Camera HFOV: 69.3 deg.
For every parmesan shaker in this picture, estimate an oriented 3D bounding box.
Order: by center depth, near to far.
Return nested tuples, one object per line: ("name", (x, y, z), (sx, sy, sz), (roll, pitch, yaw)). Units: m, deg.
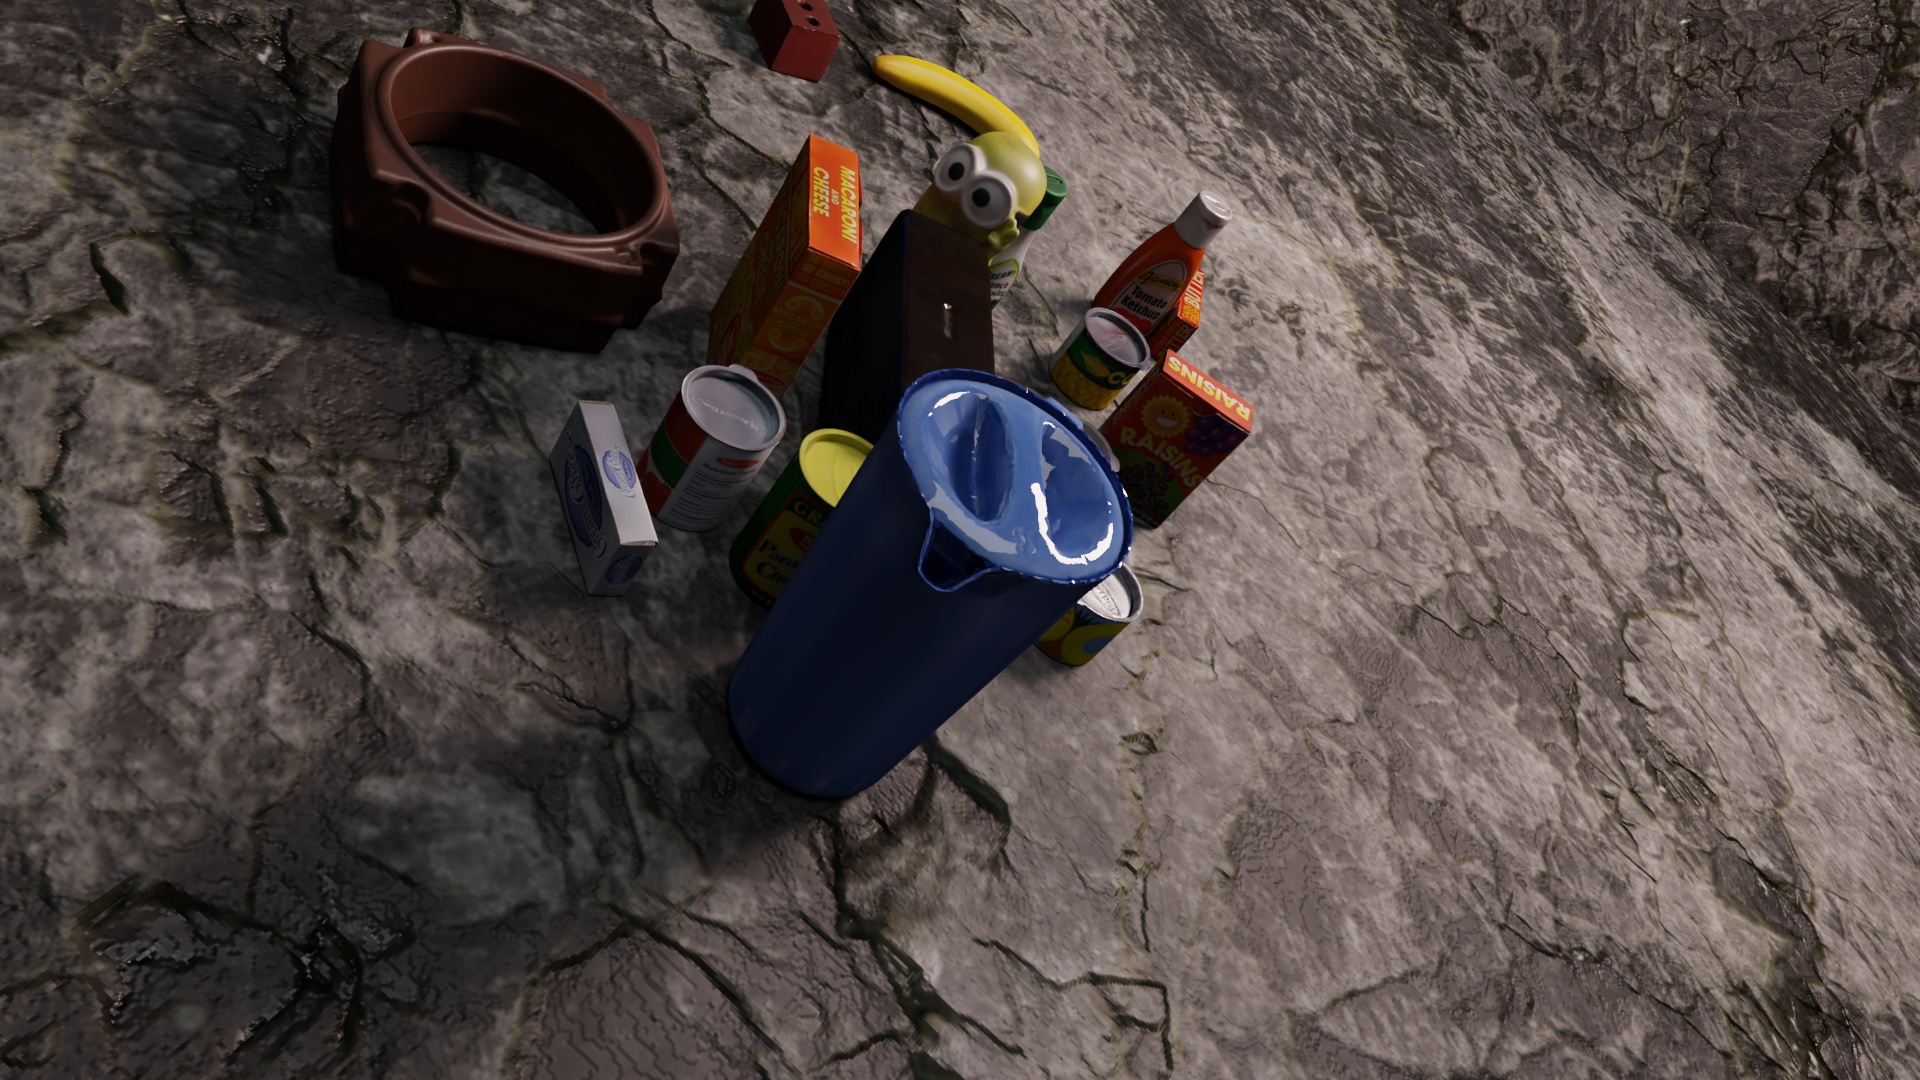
("parmesan shaker", (-0.087, -0.009, 0.840), (0.071, 0.102, 0.072), (22, 42, -21))

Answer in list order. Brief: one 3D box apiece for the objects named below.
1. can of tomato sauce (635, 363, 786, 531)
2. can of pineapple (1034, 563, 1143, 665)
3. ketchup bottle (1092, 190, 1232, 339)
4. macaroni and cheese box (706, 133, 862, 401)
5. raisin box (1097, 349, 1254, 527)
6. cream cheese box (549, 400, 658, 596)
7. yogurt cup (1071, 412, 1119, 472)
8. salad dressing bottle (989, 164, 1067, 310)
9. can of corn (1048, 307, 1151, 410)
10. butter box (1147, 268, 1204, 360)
("can of tomato sauce", (-0.154, -0.057, 0.848), (0.071, 0.082, 0.071), (22, 42, -21))
("can of pineapple", (0.082, 0.044, 0.960), (0.071, 0.057, 0.071), (22, 42, -21))
("ketchup bottle", (0.184, -0.248, 1.246), (0.065, 0.148, 0.044), (22, 42, -22))
("macaroni and cheese box", (-0.118, -0.163, 0.912), (0.040, 0.165, 0.124), (19, 44, -25))
("raisin box", (0.157, -0.078, 1.084), (0.086, 0.122, 0.040), (33, 39, -9))
("cream cheese box", (-0.206, -0.024, 0.799), (0.024, 0.053, 0.104), (1, 53, -38))
("yogurt cup", (0.074, -0.057, 1.053), (0.072, 0.053, 0.073), (22, 42, -21))
("salad dressing bottle", (0.030, -0.235, 1.113), (0.064, 0.147, 0.044), (-4, 56, -41))
("can of corn", (0.118, -0.151, 1.174), (0.071, 0.058, 0.071), (22, 42, -21))
("butter box", (0.203, -0.215, 1.305), (0.024, 0.053, 0.104), (30, 40, -12))
